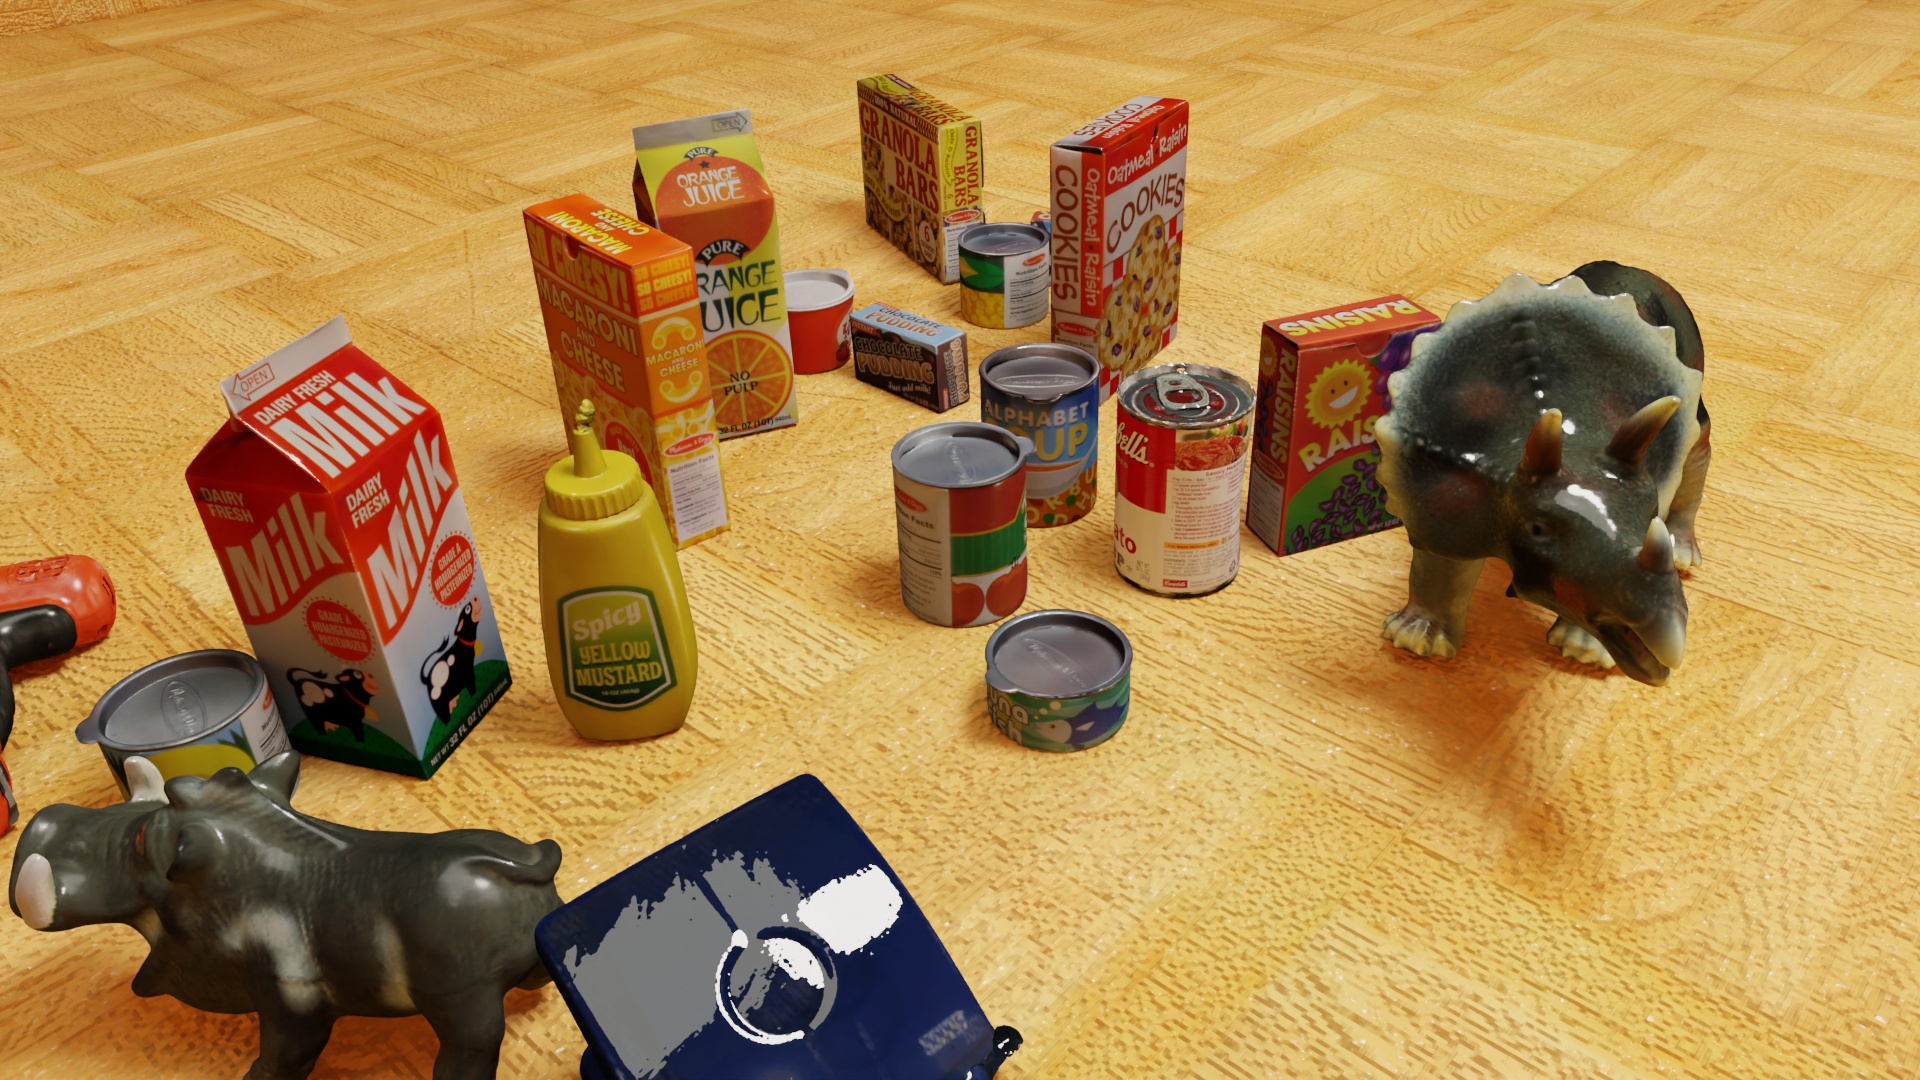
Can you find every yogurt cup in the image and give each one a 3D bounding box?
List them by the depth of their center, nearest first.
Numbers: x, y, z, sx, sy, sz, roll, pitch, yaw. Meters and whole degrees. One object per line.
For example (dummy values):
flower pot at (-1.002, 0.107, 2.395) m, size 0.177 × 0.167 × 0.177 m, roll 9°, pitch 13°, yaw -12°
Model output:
yogurt cup at (-0.105, -0.149, 0.954) m, size 0.072 × 0.053 × 0.073 m, roll -2°, pitch 32°, yaw 1°

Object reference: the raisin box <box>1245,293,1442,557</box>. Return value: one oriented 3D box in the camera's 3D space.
raisin box at (0.198, -0.060, 0.728) m, size 0.086 × 0.122 × 0.040 m, roll -13°, pitch 33°, yaw -16°

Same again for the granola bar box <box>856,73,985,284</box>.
granola bar box at (-0.032, -0.291, 1.108) m, size 0.039 × 0.123 × 0.166 m, roll -16°, pitch 34°, yaw -20°

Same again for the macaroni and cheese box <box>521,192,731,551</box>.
macaroni and cheese box at (-0.184, -0.093, 0.764) m, size 0.040 × 0.165 × 0.124 m, roll -26°, pitch 39°, yaw -32°

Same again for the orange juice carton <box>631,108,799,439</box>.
orange juice carton at (-0.151, -0.162, 0.847) m, size 0.072 × 0.191 × 0.073 m, roll -14°, pitch 34°, yaw -18°

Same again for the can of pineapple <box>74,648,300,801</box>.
can of pineapple at (-0.323, 0.088, 0.587) m, size 0.071 × 0.057 × 0.071 m, roll -2°, pitch 32°, yaw 1°

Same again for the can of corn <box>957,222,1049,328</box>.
can of corn at (0.030, -0.194, 1.012) m, size 0.071 × 0.058 × 0.071 m, roll -2°, pitch 32°, yaw 1°

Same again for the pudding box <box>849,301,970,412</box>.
pudding box at (-0.033, -0.121, 0.908) m, size 0.084 × 0.049 × 0.030 m, roll 26°, pitch 42°, yaw 37°

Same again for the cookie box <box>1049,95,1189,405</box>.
cookie box at (0.104, -0.189, 0.897) m, size 0.040 × 0.166 × 0.123 m, roll 16°, pitch 37°, yaw 27°

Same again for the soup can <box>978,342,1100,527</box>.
soup can at (0.044, -0.057, 0.770) m, size 0.071 × 0.083 × 0.072 m, roll -2°, pitch 32°, yaw 1°

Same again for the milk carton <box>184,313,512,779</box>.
milk carton at (-0.260, 0.004, 0.593) m, size 0.073 × 0.189 × 0.073 m, roll 7°, pitch 33°, yaw 15°

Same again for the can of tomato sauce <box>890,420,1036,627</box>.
can of tomato sauce at (0.002, -0.009, 0.697) m, size 0.071 × 0.082 × 0.071 m, roll -2°, pitch 32°, yaw 1°

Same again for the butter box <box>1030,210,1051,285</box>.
butter box at (0.105, -0.219, 1.052) m, size 0.103 × 0.052 × 0.024 m, roll 4°, pitch 33°, yaw 11°

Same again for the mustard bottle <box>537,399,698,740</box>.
mustard bottle at (-0.153, 0.013, 0.600) m, size 0.065 × 0.159 × 0.049 m, roll -7°, pitch 32°, yaw -7°

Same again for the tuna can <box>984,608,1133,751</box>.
tuna can at (0.042, 0.064, 0.627) m, size 0.071 × 0.032 × 0.071 m, roll -2°, pitch 32°, yaw 1°
